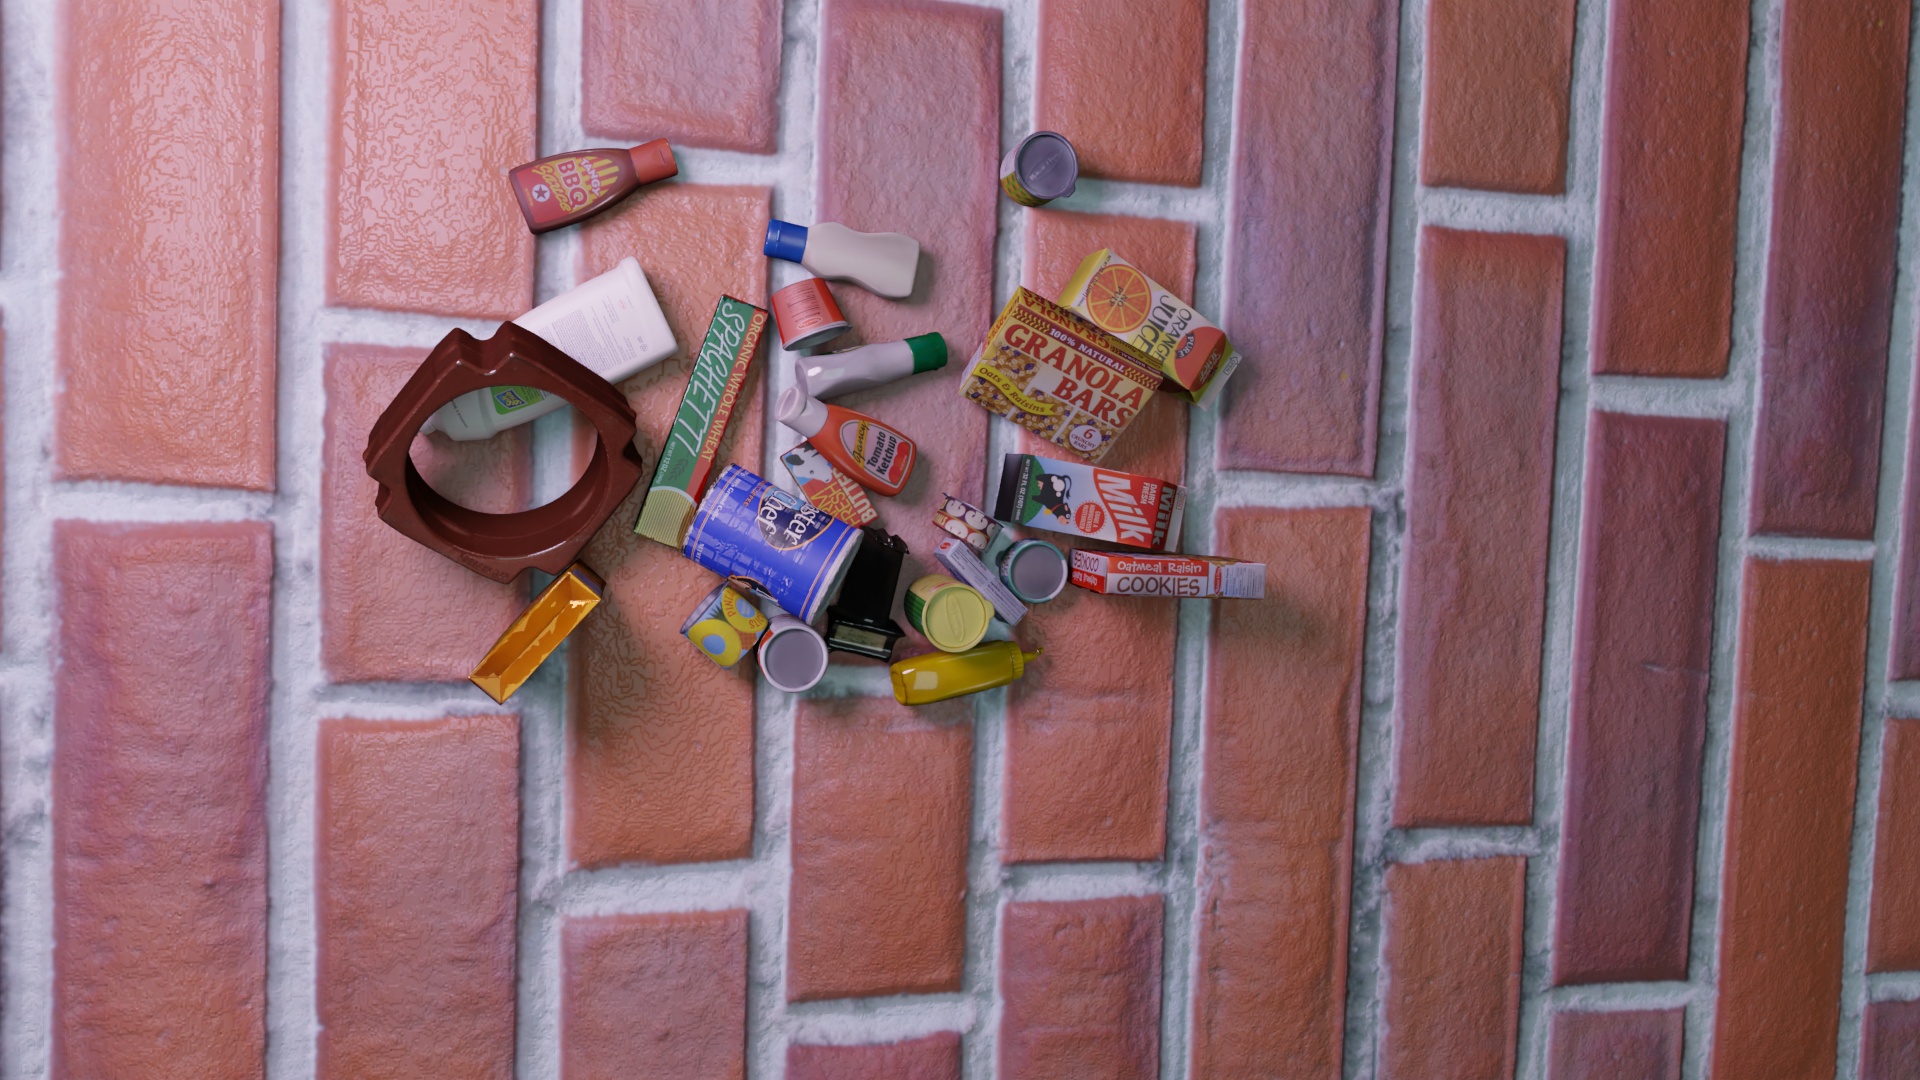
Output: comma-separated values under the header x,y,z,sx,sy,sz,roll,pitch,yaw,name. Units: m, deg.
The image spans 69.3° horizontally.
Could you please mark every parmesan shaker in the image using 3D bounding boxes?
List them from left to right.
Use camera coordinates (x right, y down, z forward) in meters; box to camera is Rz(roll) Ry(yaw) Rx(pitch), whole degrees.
x,y,z,sx,sy,sz,roll,pitch,yaw,name
-0.012,0.069,1.370,0.071,0.103,0.071,-1,94,-12,parmesan shaker

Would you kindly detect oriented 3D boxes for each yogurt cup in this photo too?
x,y,z,sx,sy,sz,roll,pitch,yaw,name
-0.148,-0.219,1.342,0.072,0.072,0.054,-21,90,-11,yogurt cup

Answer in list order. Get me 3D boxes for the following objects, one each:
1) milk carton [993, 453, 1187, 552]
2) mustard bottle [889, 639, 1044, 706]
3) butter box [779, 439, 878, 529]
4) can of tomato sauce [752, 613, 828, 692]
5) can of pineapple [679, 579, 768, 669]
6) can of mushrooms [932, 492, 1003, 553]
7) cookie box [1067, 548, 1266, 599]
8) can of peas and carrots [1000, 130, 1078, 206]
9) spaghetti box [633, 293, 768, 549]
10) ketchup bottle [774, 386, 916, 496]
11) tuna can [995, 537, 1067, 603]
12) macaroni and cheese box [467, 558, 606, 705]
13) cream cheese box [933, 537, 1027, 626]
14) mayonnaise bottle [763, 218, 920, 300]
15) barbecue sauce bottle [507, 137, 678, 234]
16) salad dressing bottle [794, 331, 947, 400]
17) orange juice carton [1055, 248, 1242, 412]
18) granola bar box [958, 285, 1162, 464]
x,y,z,sx,sy,sz,roll,pitch,yaw,name
0.138,-0.038,1.414,0.191,0.073,0.072,11,91,-14,milk carton
0.012,0.130,1.401,0.160,0.065,0.049,-11,92,-16,mustard bottle
-0.130,-0.053,1.376,0.053,0.024,0.103,-33,100,-8,butter box
-0.165,0.111,1.348,0.071,0.083,0.071,-1,94,-13,can of tomato sauce
-0.226,0.081,1.340,0.058,0.071,0.071,43,84,-13,can of pineapple
0.005,-0.017,1.388,0.071,0.071,0.033,30,88,-13,can of mushrooms
0.205,0.035,1.408,0.168,0.123,0.040,3,93,-13,cookie box
0.080,-0.368,1.387,0.071,0.059,0.071,-1,95,-13,can of peas and carrots
-0.251,-0.115,1.342,0.050,0.028,0.250,20,89,-14,spaghetti box
-0.112,-0.099,1.340,0.148,0.043,0.065,29,72,-36,ketchup bottle
0.073,0.030,1.424,0.071,0.033,0.071,-1,94,-13,tuna can
-0.378,0.077,1.254,0.040,0.166,0.124,44,84,-12,macaroni and cheese box
0.020,0.042,1.402,0.024,0.053,0.103,-46,102,-8,cream cheese box
-0.117,-0.280,1.358,0.148,0.041,0.064,11,89,-12,mayonnaise bottle
-0.341,-0.338,1.300,0.149,0.043,0.064,-21,97,-11,barbecue sauce bottle
-0.086,-0.172,1.363,0.148,0.064,0.044,-16,88,-20,salad dressing bottle
0.195,-0.211,1.416,0.192,0.073,0.072,33,86,-13,orange juice carton
0.099,-0.161,1.380,0.165,0.039,0.123,26,128,-13,granola bar box
